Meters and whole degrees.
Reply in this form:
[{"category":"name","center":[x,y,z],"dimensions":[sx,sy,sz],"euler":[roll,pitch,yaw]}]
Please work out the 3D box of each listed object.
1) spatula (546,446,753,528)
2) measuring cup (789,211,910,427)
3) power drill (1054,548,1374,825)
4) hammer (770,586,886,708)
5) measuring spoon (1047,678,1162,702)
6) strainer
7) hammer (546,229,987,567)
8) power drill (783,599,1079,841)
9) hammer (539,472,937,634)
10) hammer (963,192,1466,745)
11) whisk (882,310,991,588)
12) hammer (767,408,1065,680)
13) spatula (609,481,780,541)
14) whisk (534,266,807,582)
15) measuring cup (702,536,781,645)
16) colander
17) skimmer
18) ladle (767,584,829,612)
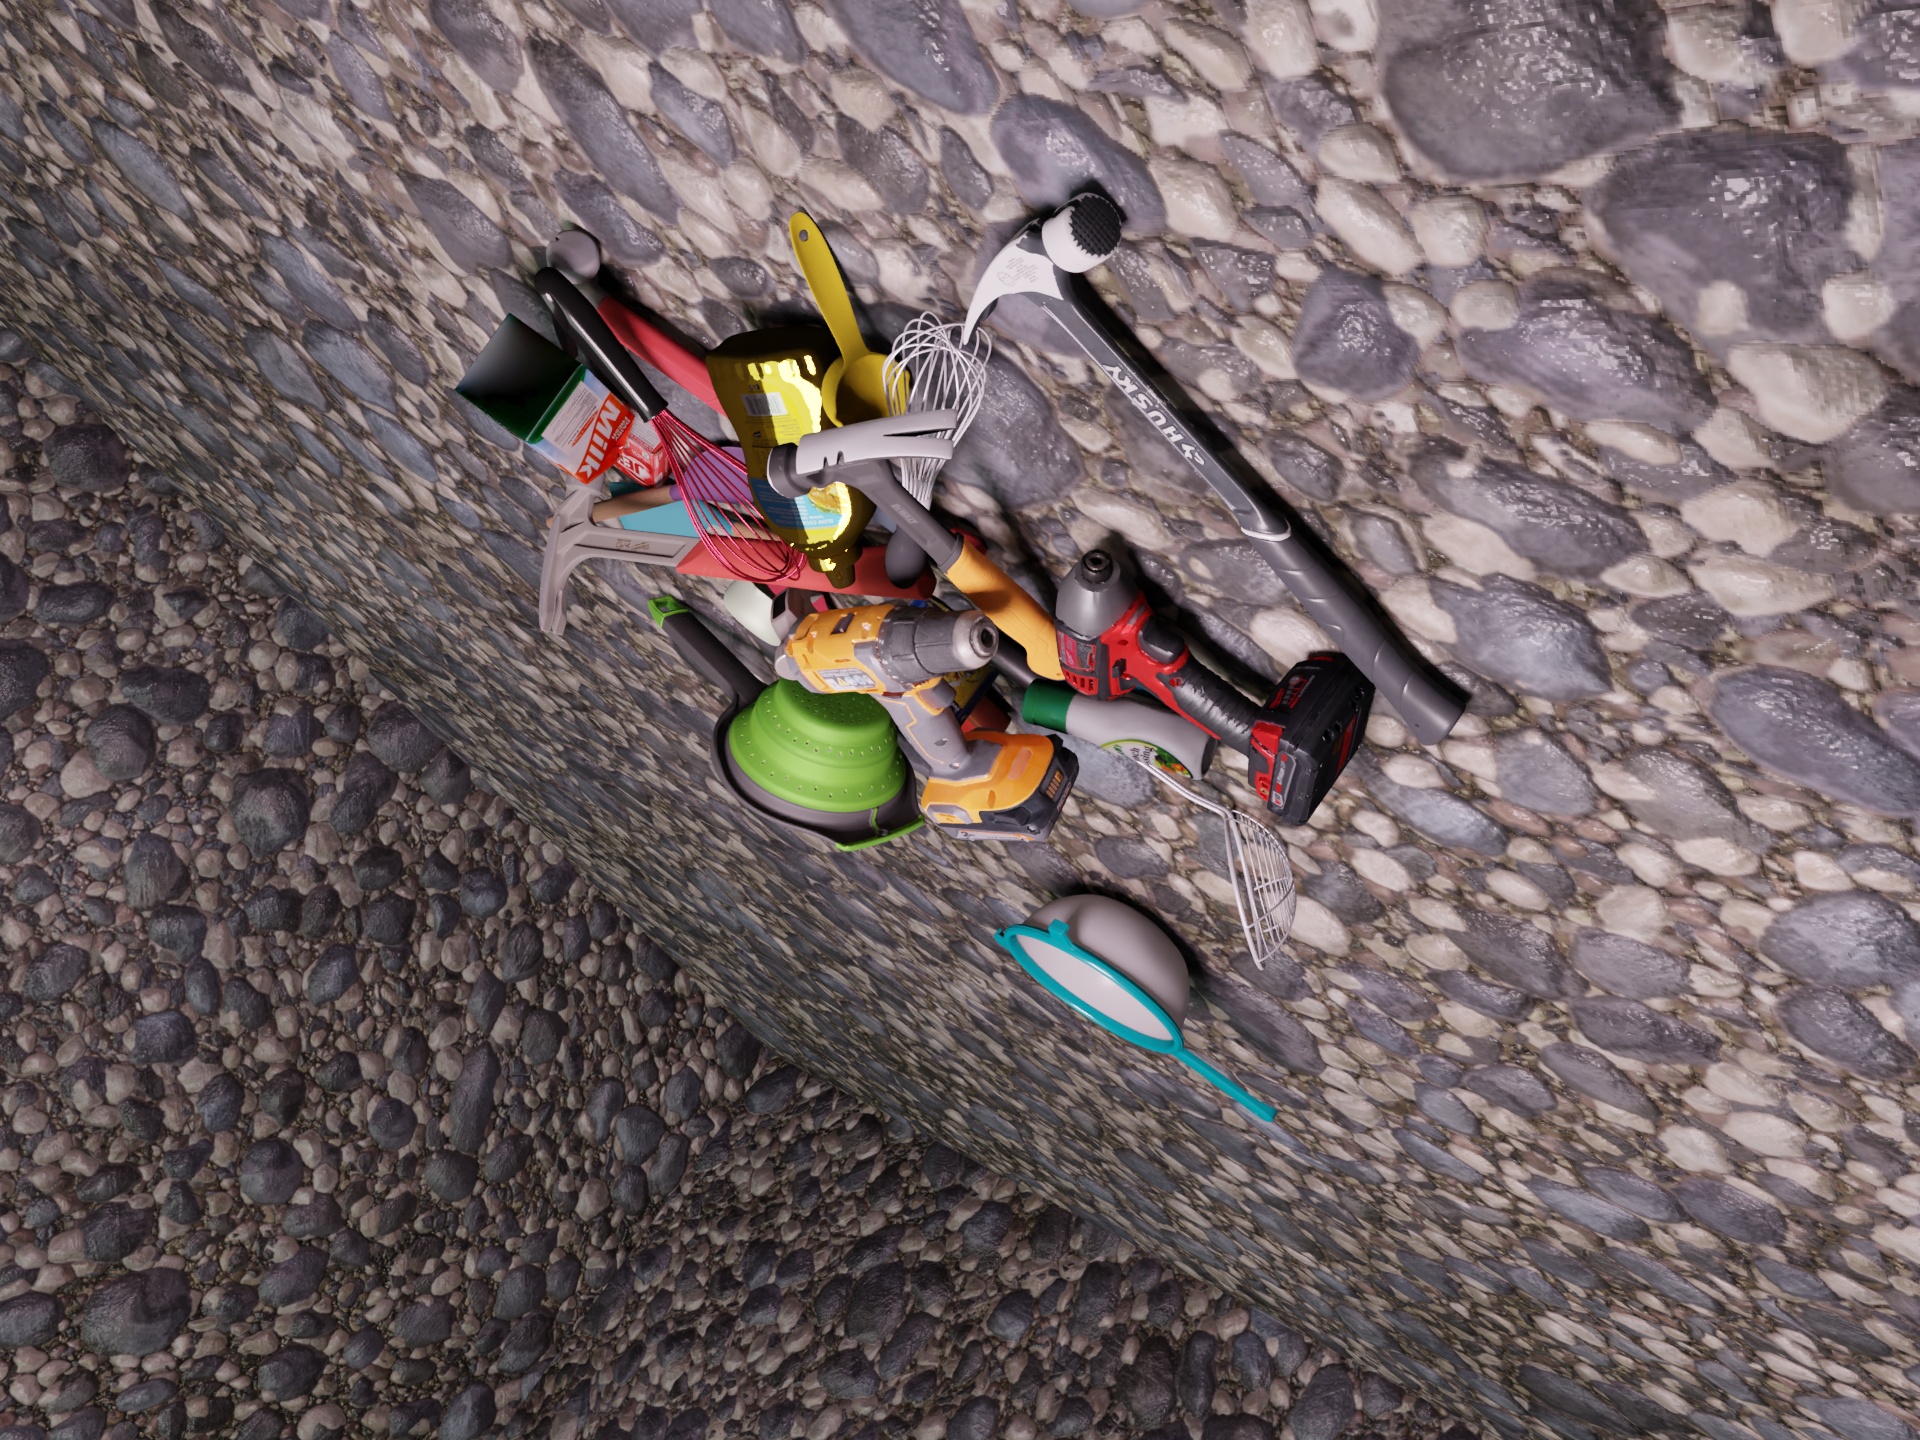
[{"category":"spatula","center":[-0.266,-0.196,1.385],"dimensions":[0.316,0.018,0.059],"euler":[-5,137,42]},{"category":"measuring cup","center":[-0.081,-0.255,1.024],"dimensions":[0.029,0.062,0.156],"euler":[33,152,51]},{"category":"power drill","center":[0.160,-0.032,1.072],"dimensions":[0.220,0.078,0.143],"euler":[31,158,22]},{"category":"hammer","center":[-0.048,-0.013,1.413],"dimensions":[0.031,0.130,0.331],"euler":[-31,131,23]},{"category":"measuring spoon","center":[0.111,-0.027,1.225],"dimensions":[0.129,0.021,0.042],"euler":[21,154,34]},{"category":"strainer","center":[0.206,0.279,1.624],"dimensions":[0.340,0.095,0.211],"euler":[37,162,-7]},{"category":"hammer","center":[-0.149,-0.218,1.206],"dimensions":[0.386,0.038,0.143],"euler":[35,160,3]},{"category":"power drill","center":[-0.002,-0.004,1.177],"dimensions":[0.185,0.084,0.226],"euler":[-3,139,45]},{"category":"hammer","center":[-0.189,-0.124,1.304],"dimensions":[0.359,0.149,0.036],"euler":[9,178,24]},{"category":"hammer","center":[0.161,-0.125,0.928],"dimensions":[0.408,0.036,0.149],"euler":[44,159,-19]},{"category":"whisk","center":[-0.028,-0.167,1.055],"dimensions":[0.070,0.070,0.284],"euler":[33,153,9]},{"category":"hammer","center":[0.012,-0.106,1.085],"dimensions":[0.127,0.034,0.336],"euler":[-7,155,27]},{"category":"spatula","center":[-0.183,-0.153,1.376],"dimensions":[0.318,0.044,0.082],"euler":[21,141,38]},{"category":"whisk","center":[-0.216,-0.215,1.192],"dimensions":[0.295,0.073,0.073],"euler":[51,155,-23]},{"category":"measuring cup","center":[-0.217,-0.129,1.472],"dimensions":[0.168,0.038,0.083],"euler":[39,-175,13]},{"category":"colander","center":[-0.181,-0.038,1.554],"dimensions":[0.397,0.204,0.094],"euler":[42,130,30]},{"category":"skimmer","center":[0.126,0.054,1.279],"dimensions":[0.363,0.090,0.127],"euler":[37,-166,5]},{"category":"ladle","center":[-0.082,-0.050,1.473],"dimensions":[0.069,0.031,0.315],"euler":[4,143,52]}]
